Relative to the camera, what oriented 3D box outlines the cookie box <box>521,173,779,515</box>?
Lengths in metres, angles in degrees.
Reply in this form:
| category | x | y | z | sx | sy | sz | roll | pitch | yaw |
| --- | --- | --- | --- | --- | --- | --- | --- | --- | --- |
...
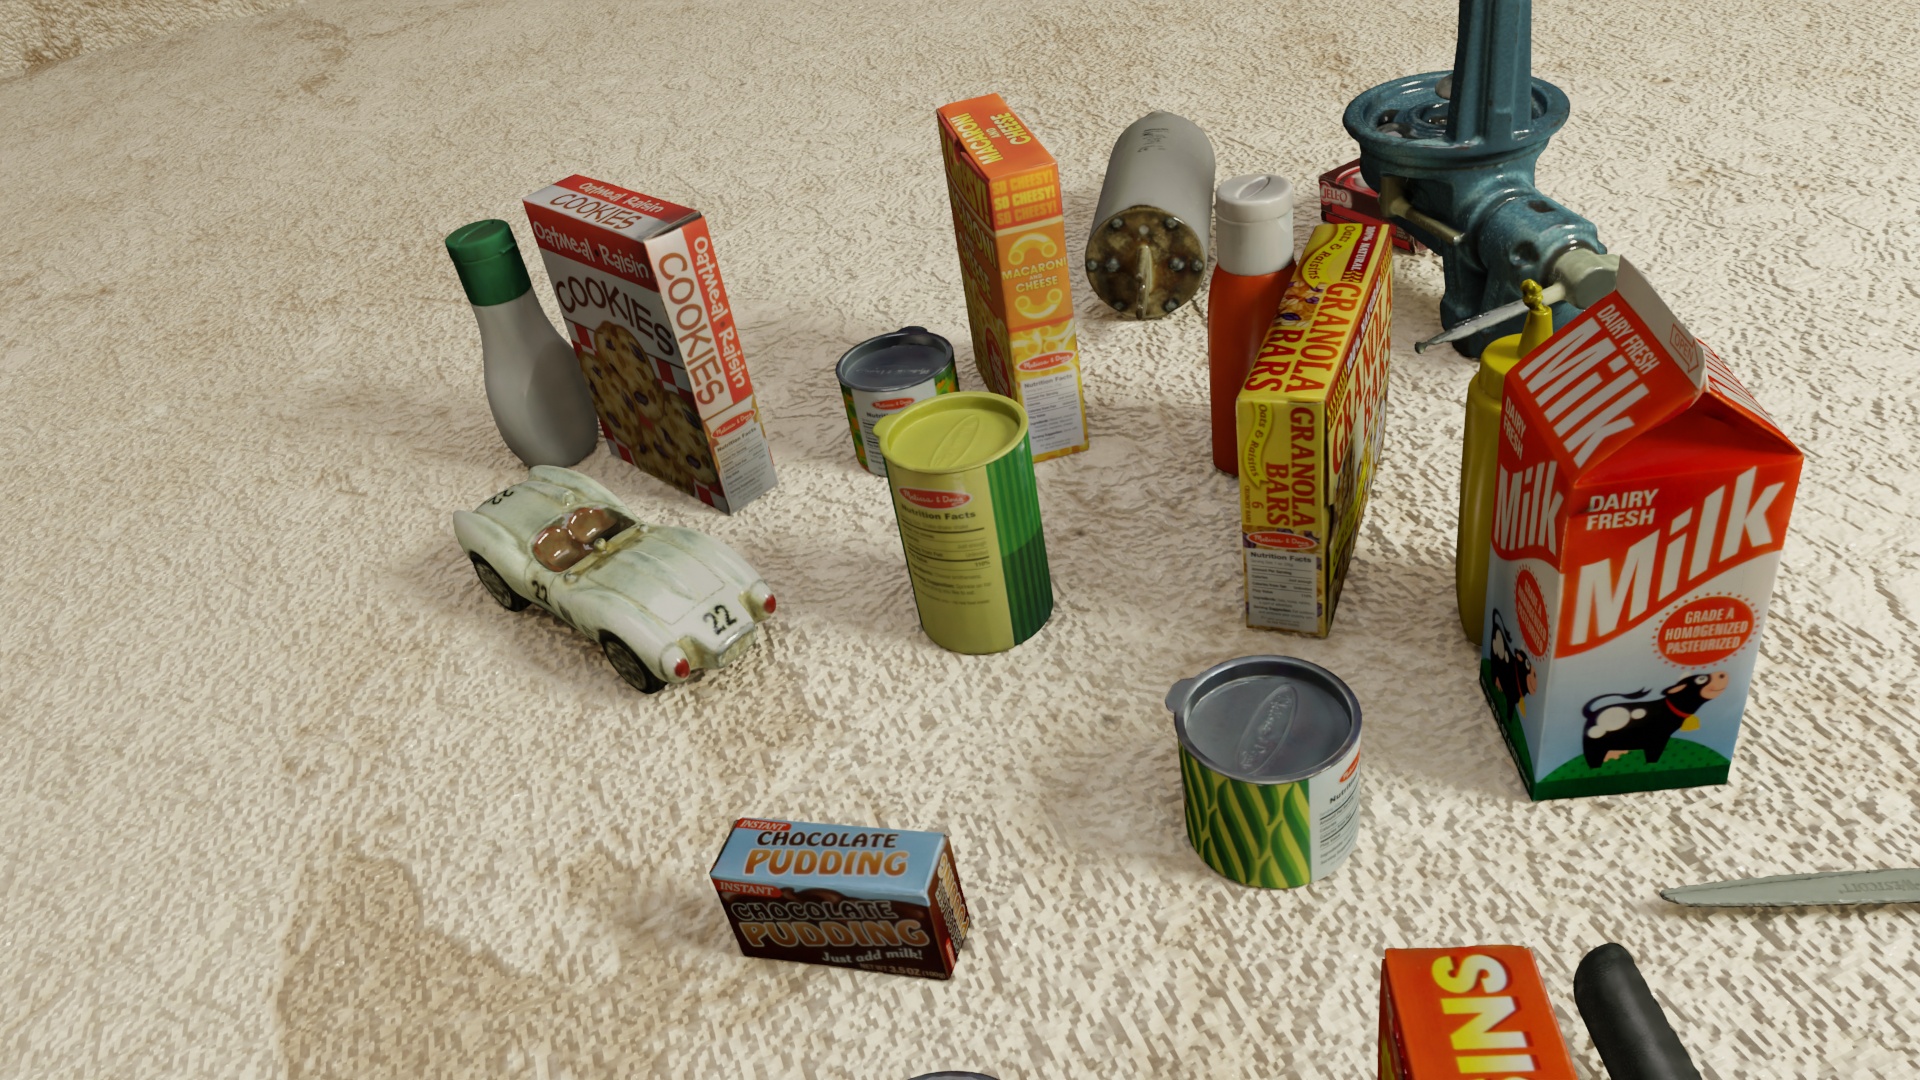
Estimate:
| category | x | y | z | sx | sy | sz | roll | pitch | yaw |
| --- | --- | --- | --- | --- | --- | --- | --- | --- | --- |
| cookie box | -0.169 | -0.109 | 0.765 | 0.123 | 0.166 | 0.040 | 25 | 48 | 40 |

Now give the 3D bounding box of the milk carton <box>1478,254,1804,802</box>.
| category | x | y | z | sx | sy | sz | roll | pitch | yaw |
| --- | --- | --- | --- | --- | --- | --- | --- | --- | --- |
| milk carton | 0.234 | 0.000 | 0.490 | 0.073 | 0.189 | 0.073 | -7 | 35 | 5 |

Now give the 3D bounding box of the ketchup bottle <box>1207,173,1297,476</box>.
| category | x | y | z | sx | sy | sz | roll | pitch | yaw |
| --- | --- | --- | --- | --- | --- | --- | --- | --- | --- |
| ketchup bottle | 0.148 | -0.107 | 0.697 | 0.043 | 0.148 | 0.065 | 16 | 43 | 33 |

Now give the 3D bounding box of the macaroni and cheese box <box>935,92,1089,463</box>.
| category | x | y | z | sx | sy | sz | roll | pitch | yaw |
| --- | --- | --- | --- | --- | --- | --- | --- | --- | --- |
| macaroni and cheese box | 0.028 | -0.144 | 0.765 | 0.040 | 0.165 | 0.124 | -15 | 35 | -6 |

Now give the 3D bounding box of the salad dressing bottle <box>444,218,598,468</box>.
| category | x | y | z | sx | sy | sz | roll | pitch | yaw |
| --- | --- | --- | --- | --- | --- | --- | --- | --- | --- |
| salad dressing bottle | -0.256 | -0.113 | 0.810 | 0.044 | 0.147 | 0.064 | 8 | 39 | 25 |

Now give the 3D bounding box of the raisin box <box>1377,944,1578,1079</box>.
| category | x | y | z | sx | sy | sz | roll | pitch | yaw |
| --- | --- | --- | --- | --- | --- | --- | --- | --- | --- |
| raisin box | 0.127 | 0.171 | 0.337 | 0.040 | 0.122 | 0.086 | -5 | 35 | 8 |

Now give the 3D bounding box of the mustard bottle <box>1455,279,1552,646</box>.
| category | x | y | z | sx | sy | sz | roll | pitch | yaw |
| --- | --- | --- | --- | --- | --- | --- | --- | --- | --- |
| mustard bottle | 0.228 | -0.031 | 0.560 | 0.049 | 0.159 | 0.066 | 3 | 38 | 19 |

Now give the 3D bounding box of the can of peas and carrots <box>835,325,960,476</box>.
| category | x | y | z | sx | sy | sz | roll | pitch | yaw |
| --- | --- | --- | --- | --- | --- | --- | --- | --- | --- |
| can of peas and carrots | -0.031 | -0.078 | 0.781 | 0.071 | 0.058 | 0.071 | -7 | 35 | 5 |

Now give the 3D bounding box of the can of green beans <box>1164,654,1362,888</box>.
| category | x | y | z | sx | sy | sz | roll | pitch | yaw |
| --- | --- | --- | --- | --- | --- | --- | --- | --- | --- |
| can of green beans | 0.115 | 0.085 | 0.516 | 0.071 | 0.057 | 0.071 | -7 | 35 | 5 |

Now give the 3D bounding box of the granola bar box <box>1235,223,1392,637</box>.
| category | x | y | z | sx | sy | sz | roll | pitch | yaw |
| --- | --- | --- | --- | --- | --- | --- | --- | --- | --- |
| granola bar box | 0.167 | -0.055 | 0.640 | 0.039 | 0.123 | 0.166 | 7 | 39 | 23 |

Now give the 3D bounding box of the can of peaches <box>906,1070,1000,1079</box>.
| category | x | y | z | sx | sy | sz | roll | pitch | yaw |
| --- | --- | --- | --- | --- | --- | --- | --- | --- | --- |
| can of peaches | -0.003 | 0.195 | 0.393 | 0.071 | 0.057 | 0.071 | -7 | 35 | 5 |

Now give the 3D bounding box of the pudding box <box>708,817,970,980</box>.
| category | x | y | z | sx | sy | sz | roll | pitch | yaw |
| --- | --- | --- | --- | --- | --- | --- | --- | --- | --- |
| pudding box | -0.043 | 0.129 | 0.503 | 0.084 | 0.049 | 0.030 | 1 | 37 | 17 |

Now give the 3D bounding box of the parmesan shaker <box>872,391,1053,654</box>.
| category | x | y | z | sx | sy | sz | roll | pitch | yaw |
| --- | --- | --- | --- | --- | --- | --- | --- | --- | --- |
| parmesan shaker | 0.002 | -0.008 | 0.636 | 0.071 | 0.102 | 0.072 | -7 | 35 | 5 |
